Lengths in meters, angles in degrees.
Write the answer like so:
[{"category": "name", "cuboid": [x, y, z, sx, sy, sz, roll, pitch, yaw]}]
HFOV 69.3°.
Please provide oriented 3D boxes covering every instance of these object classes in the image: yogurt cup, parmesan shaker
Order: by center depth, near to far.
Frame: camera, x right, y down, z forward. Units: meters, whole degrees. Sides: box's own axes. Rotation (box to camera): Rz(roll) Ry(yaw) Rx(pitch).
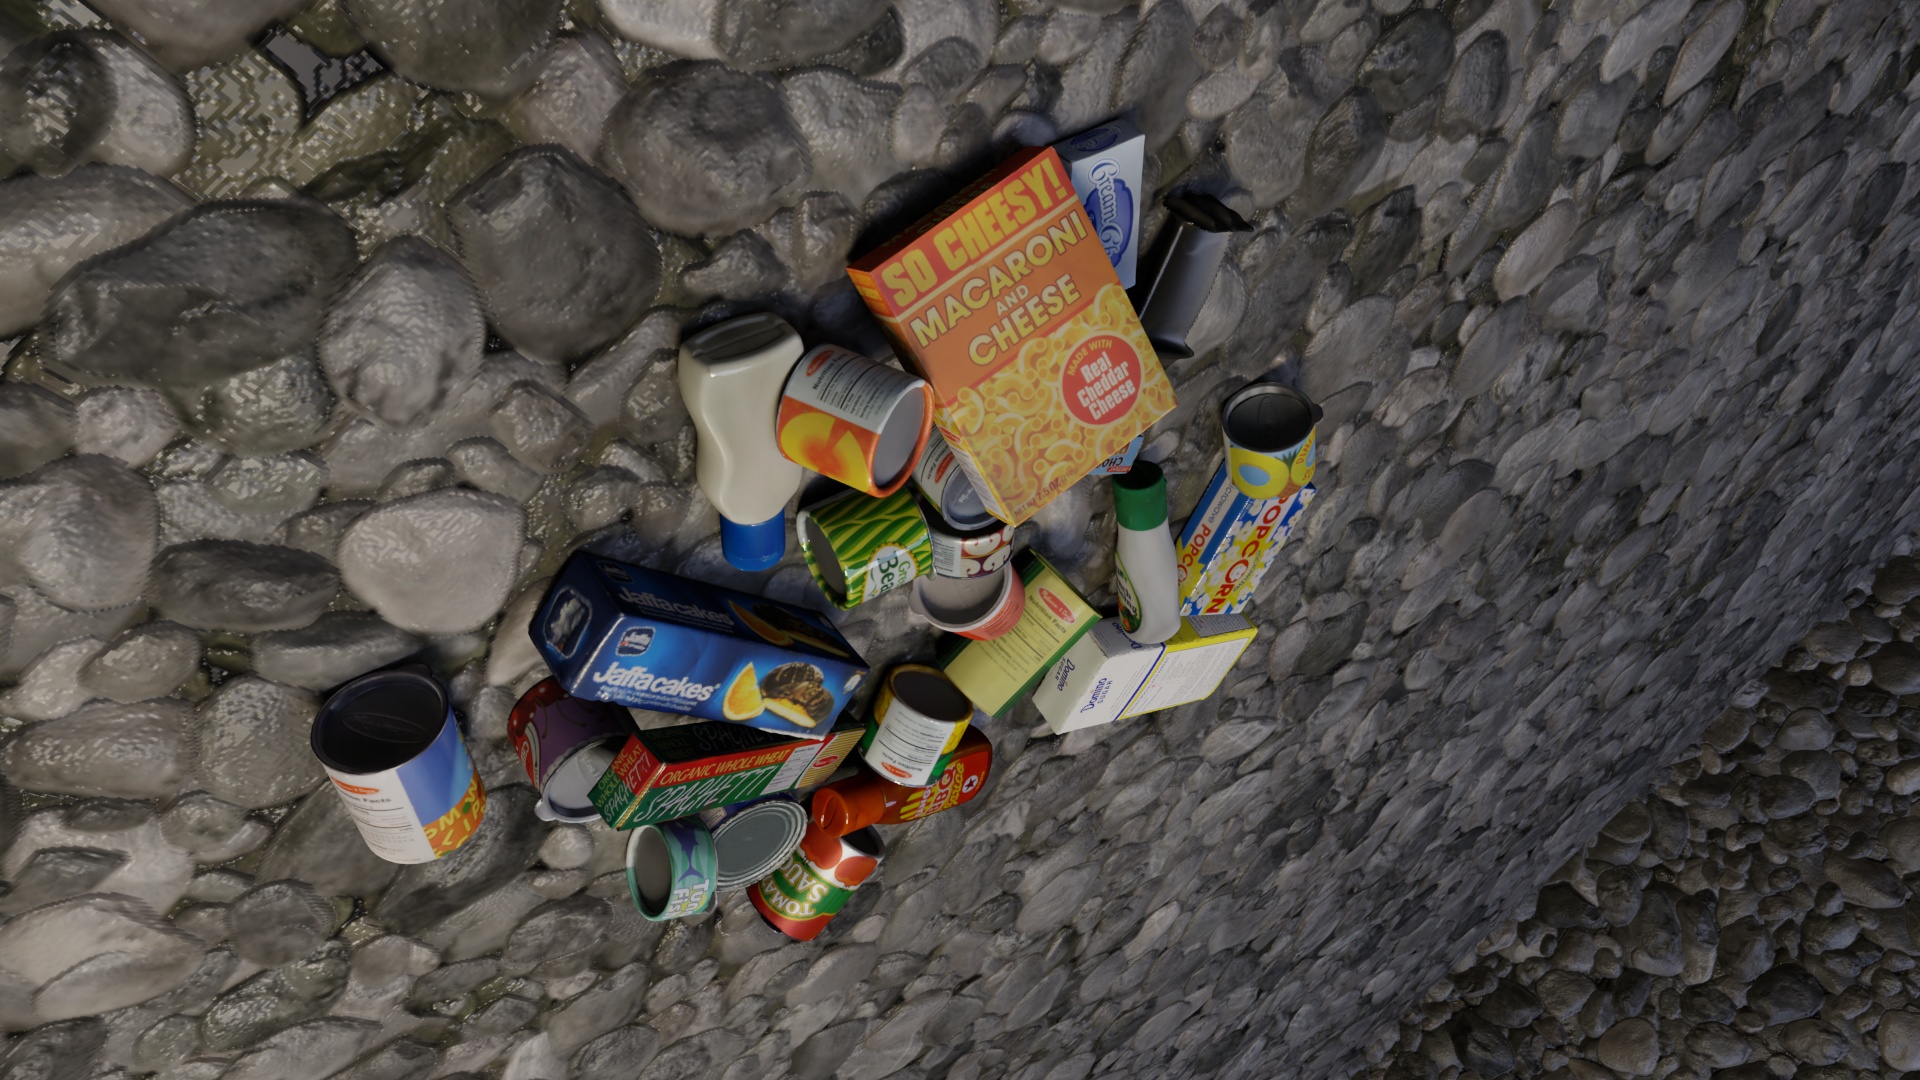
[{"category": "yogurt cup", "cuboid": [0.009, 0.033, 0.916, 0.072, 0.072, 0.054, -44, 151, 1]}, {"category": "parmesan shaker", "cuboid": [0.038, 0.064, 0.973, 0.103, 0.071, 0.071, -45, 143, 5]}]

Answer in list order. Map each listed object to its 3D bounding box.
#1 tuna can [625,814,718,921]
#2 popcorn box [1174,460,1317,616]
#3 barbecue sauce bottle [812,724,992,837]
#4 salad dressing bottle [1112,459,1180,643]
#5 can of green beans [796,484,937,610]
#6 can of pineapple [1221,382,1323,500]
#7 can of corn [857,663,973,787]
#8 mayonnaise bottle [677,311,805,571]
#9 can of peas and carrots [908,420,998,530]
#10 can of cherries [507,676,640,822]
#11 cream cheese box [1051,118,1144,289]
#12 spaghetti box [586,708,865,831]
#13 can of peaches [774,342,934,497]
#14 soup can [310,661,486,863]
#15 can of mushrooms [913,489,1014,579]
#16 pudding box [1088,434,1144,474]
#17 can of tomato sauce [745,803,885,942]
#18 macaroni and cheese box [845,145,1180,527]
[{"category": "tuna can", "cuboid": [-0.188, 0.214, 0.904, 0.033, 0.071, 0.070, 1, 125, -42]}, {"category": "popcorn box", "cuboid": [0.214, -0.001, 1.089, 0.085, 0.038, 0.126, 1, 125, -45]}, {"category": "barbecue sauce bottle", "cuboid": [-0.042, 0.177, 1.007, 0.149, 0.044, 0.064, -10, 128, -48]}, {"category": "salad dressing bottle", "cuboid": [0.134, 0.009, 1.012, 0.044, 0.064, 0.146, -15, 130, -5]}, {"category": "can of green beans", "cuboid": [-0.057, 0.001, 0.819, 0.058, 0.071, 0.071, -25, 139, -23]}, {"category": "can of pineapple", "cuboid": [0.226, -0.071, 1.006, 0.071, 0.071, 0.057, -34, 143, -12]}, {"category": "can of corn", "cuboid": [-0.031, 0.127, 0.969, 0.071, 0.071, 0.058, 0, 126, -42]}, {"category": "mayonnaise bottle", "cuboid": [-0.114, -0.048, 0.742, 0.065, 0.041, 0.147, -26, 141, -29]}, {"category": "can of peas and carrots", "cuboid": [0.002, -0.049, 0.832, 0.071, 0.059, 0.070, -25, 140, -23]}, {"category": "can of cherries", "cuboid": [-0.219, 0.118, 0.792, 0.072, 0.058, 0.071, -25, 141, -23]}, {"category": "cream cheese box", "cuboid": [0.076, -0.185, 0.796, 0.053, 0.024, 0.103, -28, 141, -22]}, {"category": "spaghetti box", "cuboid": [-0.133, 0.134, 0.847, 0.050, 0.029, 0.250, -53, 161, 11]}, {"category": "can of peaches", "cuboid": [-0.053, -0.061, 0.721, 0.071, 0.058, 0.071, -53, 157, -35]}, {"category": "soup can", "cuboid": [-0.288, 0.116, 0.723, 0.071, 0.071, 0.083, -25, 140, -23]}, {"category": "can of mushrooms", "cuboid": [0.003, -0.011, 0.864, 0.071, 0.071, 0.033, -22, 137, -25]}, {"category": "pudding box", "cuboid": [0.070, -0.066, 0.885, 0.084, 0.050, 0.030, -3, 126, -41]}, {"category": "can of tomato sauce", "cuboid": [-0.105, 0.237, 1.004, 0.083, 0.071, 0.071, -50, 143, 8]}, {"category": "macaroni and cheese box", "cuboid": [0.031, -0.110, 0.758, 0.124, 0.040, 0.166, -37, 116, -12]}]
